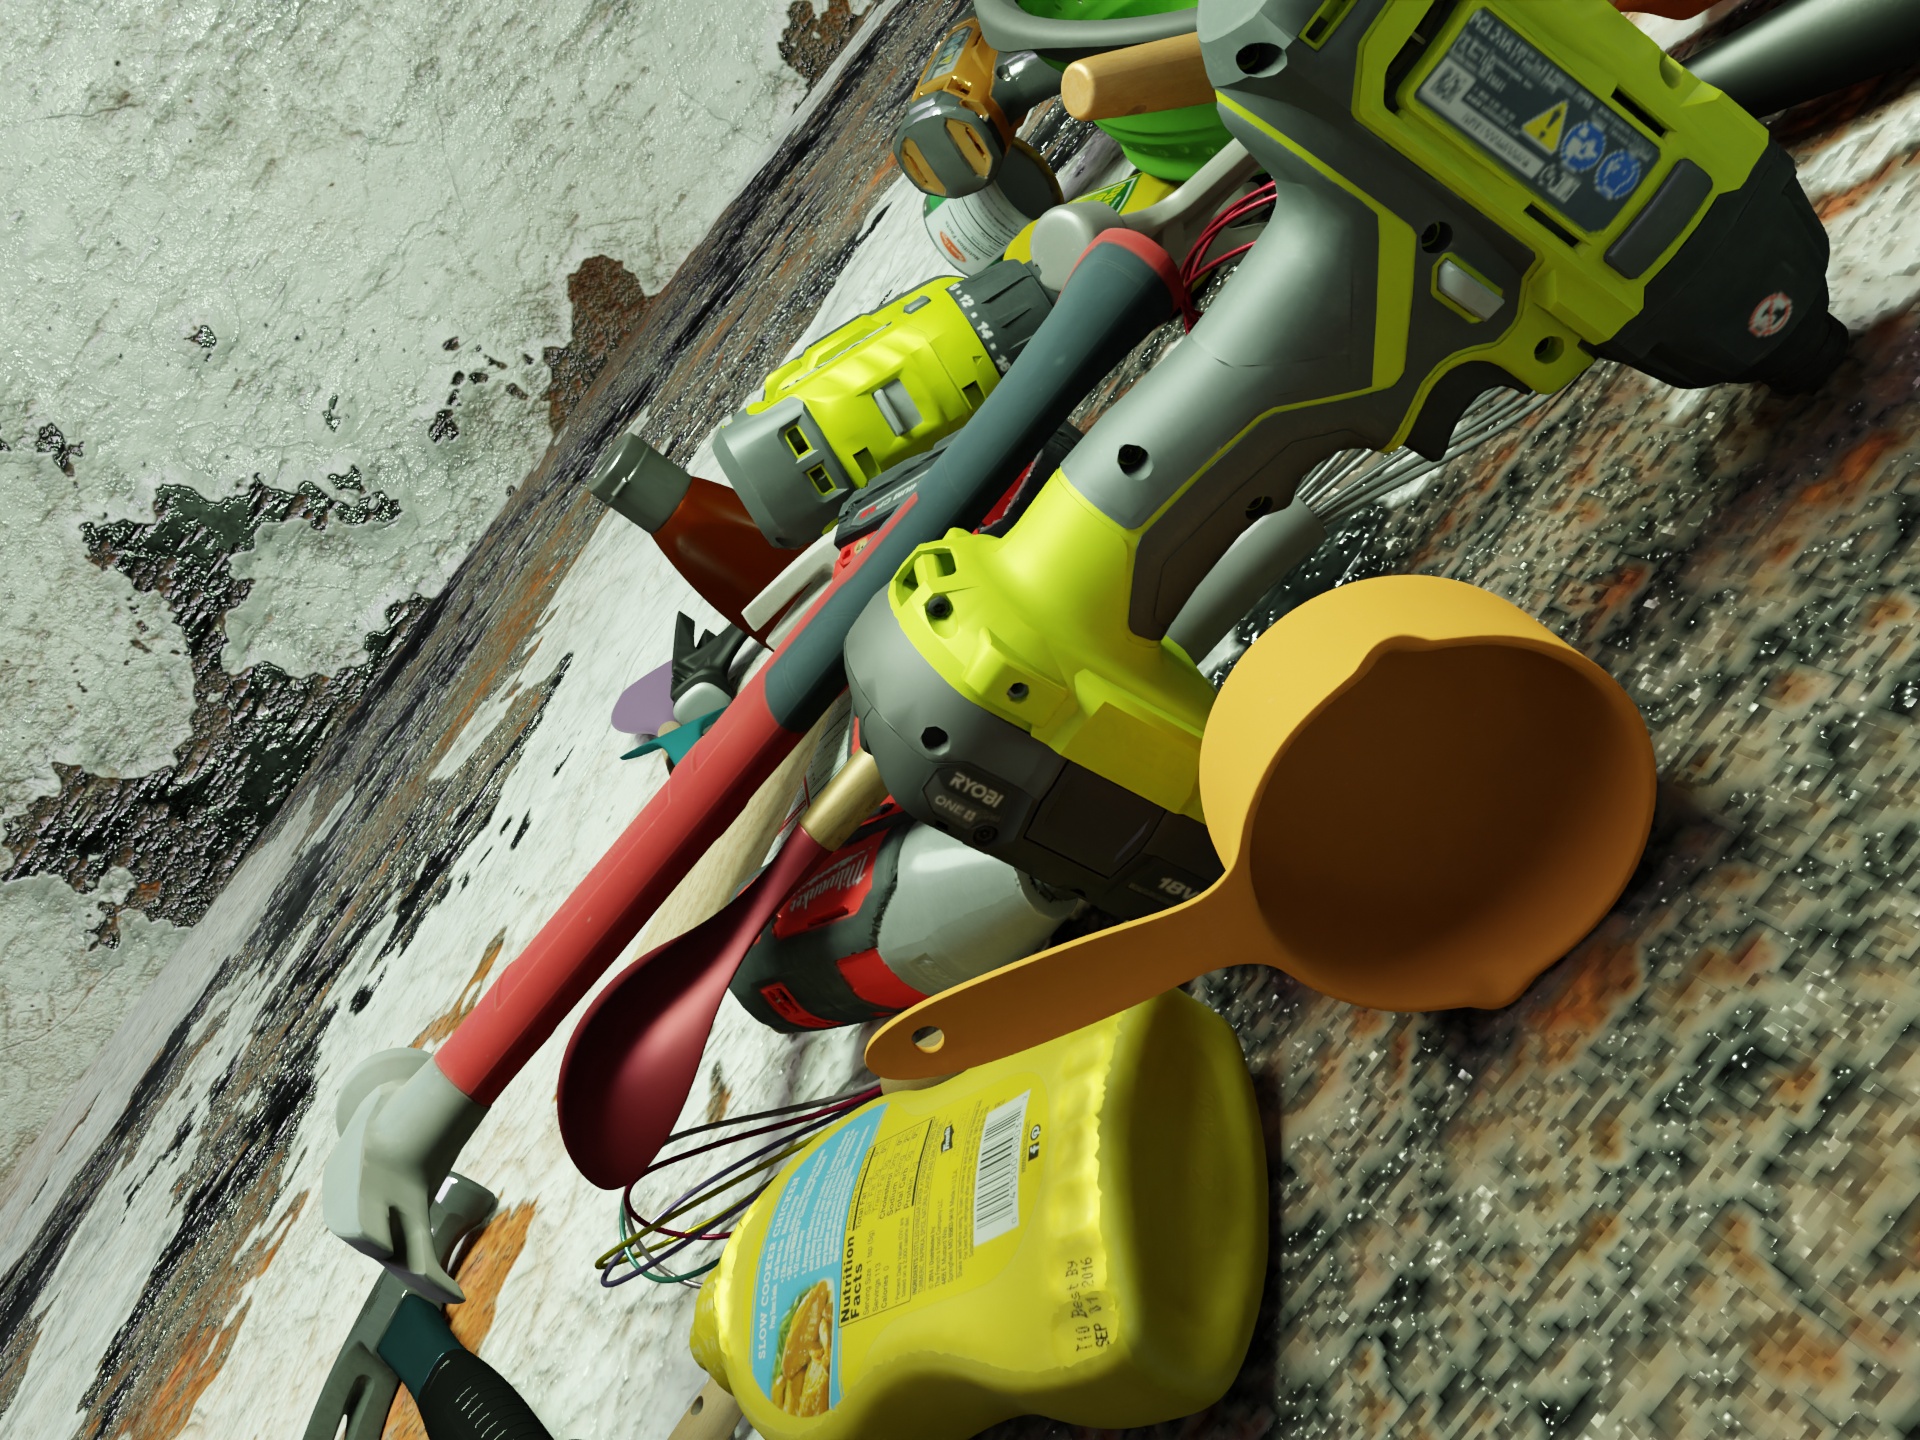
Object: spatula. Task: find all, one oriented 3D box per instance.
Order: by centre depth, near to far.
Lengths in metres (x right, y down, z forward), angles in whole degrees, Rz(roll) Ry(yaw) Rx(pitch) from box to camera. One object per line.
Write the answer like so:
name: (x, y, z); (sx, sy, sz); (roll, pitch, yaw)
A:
spatula: (0.153, -0.203, 0.430); (0.322, 0.041, 0.081); (-23, 4, -28)
spatula: (-0.110, 0.054, 0.743); (0.082, 0.044, 0.318); (-24, 31, -7)
spatula: (-0.168, 0.016, 0.924); (0.060, 0.018, 0.316); (-34, 23, -6)

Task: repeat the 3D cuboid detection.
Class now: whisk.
whisk: (0.096, -0.060, 0.455); (0.239, 0.055, 0.055); (-43, 24, 5)
whisk: (0.178, -0.167, 0.474); (0.296, 0.073, 0.073); (-14, 44, 48)
whisk: (-0.031, 0.123, 0.497); (0.245, 0.047, 0.051); (-36, 41, 28)

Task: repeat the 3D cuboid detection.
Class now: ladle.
ladle: (-0.026, 0.017, 0.486); (0.315, 0.031, 0.069); (-49, 38, 5)

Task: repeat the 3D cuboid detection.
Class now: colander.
colander: (0.063, -0.327, 0.735); (0.204, 0.094, 0.397); (-40, 44, -20)

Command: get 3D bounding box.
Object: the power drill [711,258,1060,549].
power drill: (-0.017, -0.159, 0.735); (0.190, 0.080, 0.229); (-31, 14, 2)

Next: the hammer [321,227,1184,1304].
hammer: (-0.048, -0.007, 0.483); (0.386, 0.038, 0.143); (-51, 18, -12)

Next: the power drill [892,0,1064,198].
power drill: (0.080, -0.388, 0.869); (0.226, 0.084, 0.185); (-11, 46, 36)

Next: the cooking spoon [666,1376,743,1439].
cooking spoon: (-0.154, 0.330, 0.468); (0.319, 0.017, 0.069); (-56, 24, -4)

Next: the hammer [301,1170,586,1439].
hammer: (-0.190, 0.253, 0.601); (0.331, 0.033, 0.128); (-15, 45, 62)

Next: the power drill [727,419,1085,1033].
power drill: (-0.001, -0.002, 0.559); (0.143, 0.078, 0.220); (-22, 42, 39)

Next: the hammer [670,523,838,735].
hammer: (-0.054, -0.140, 0.909); (0.337, 0.034, 0.127); (-47, 25, 15)

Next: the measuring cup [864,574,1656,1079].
measuring cup: (0.057, 0.029, 0.347); (0.173, 0.095, 0.052); (-23, 26, 6)

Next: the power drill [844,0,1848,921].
power drill: (0.088, -0.058, 0.377); (0.223, 0.171, 0.080); (-54, 23, 21)

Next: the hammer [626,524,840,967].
hammer: (-0.073, 0.007, 0.655); (0.130, 0.031, 0.331); (-23, 30, 34)

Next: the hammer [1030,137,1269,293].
hammer: (0.175, -0.247, 0.495); (0.149, 0.037, 0.359); (-26, -4, -41)
